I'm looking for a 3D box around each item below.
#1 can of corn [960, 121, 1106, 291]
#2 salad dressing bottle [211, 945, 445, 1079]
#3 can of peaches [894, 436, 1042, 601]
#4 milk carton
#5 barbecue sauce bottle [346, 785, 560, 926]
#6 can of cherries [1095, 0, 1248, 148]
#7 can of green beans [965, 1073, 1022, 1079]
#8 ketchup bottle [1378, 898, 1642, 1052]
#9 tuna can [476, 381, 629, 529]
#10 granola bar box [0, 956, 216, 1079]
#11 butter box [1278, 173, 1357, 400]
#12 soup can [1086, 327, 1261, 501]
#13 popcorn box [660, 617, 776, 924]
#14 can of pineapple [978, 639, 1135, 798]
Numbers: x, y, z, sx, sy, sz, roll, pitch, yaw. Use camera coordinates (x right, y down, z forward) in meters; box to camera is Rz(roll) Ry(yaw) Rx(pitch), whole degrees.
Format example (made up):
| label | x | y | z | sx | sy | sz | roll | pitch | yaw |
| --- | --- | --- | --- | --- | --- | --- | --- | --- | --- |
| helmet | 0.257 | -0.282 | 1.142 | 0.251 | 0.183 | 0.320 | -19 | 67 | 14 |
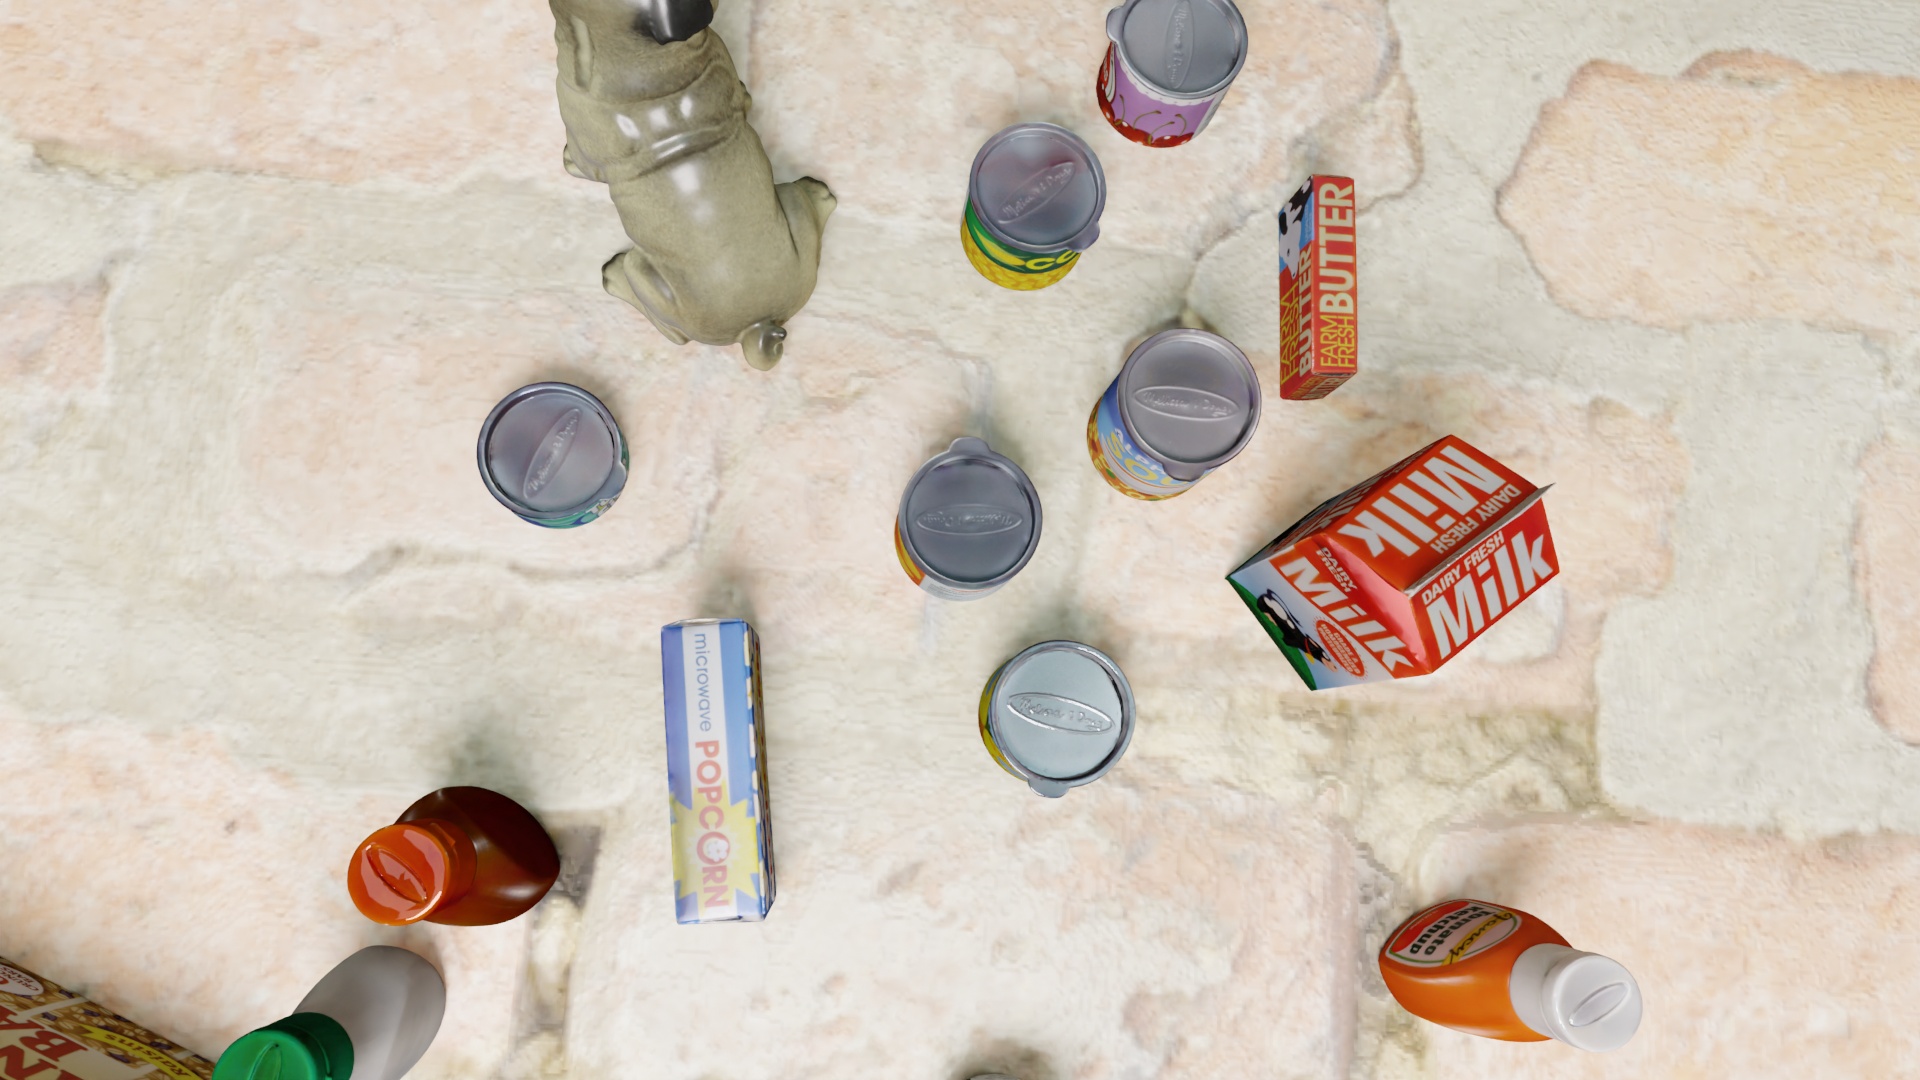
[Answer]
| label | x | y | z | sx | sy | sz | roll | pitch | yaw |
| --- | --- | --- | --- | --- | --- | --- | --- | --- | --- |
| can of corn | 0.036 | -0.162 | 0.688 | 0.071 | 0.058 | 0.071 | 1 | 80 | -5 |
| salad dressing bottle | -0.248 | 0.200 | 0.553 | 0.044 | 0.147 | 0.064 | 16 | 80 | -2 |
| can of peaches | 0.002 | -0.008 | 0.658 | 0.071 | 0.058 | 0.071 | 1 | 80 | -5 |
| milk carton | 0.187 | 0.013 | 0.604 | 0.072 | 0.190 | 0.073 | -36 | 86 | -10 |
| barbecue sauce bottle | -0.207 | 0.131 | 0.569 | 0.065 | 0.148 | 0.044 | 42 | 80 | 3 |
| can of cherries | 0.104 | -0.243 | 0.708 | 0.071 | 0.058 | 0.071 | 1 | 80 | -5 |
| can of green beans | 0.017 | 0.274 | 0.610 | 0.071 | 0.057 | 0.071 | 1 | 80 | -5 |
| ketchup bottle | 0.237 | 0.188 | 0.599 | 0.065 | 0.148 | 0.043 | -30 | 85 | -9 |
| tuna can | -0.190 | -0.038 | 0.659 | 0.071 | 0.032 | 0.071 | 1 | 80 | -5 |
| granola bar box | -0.365 | 0.220 | 0.551 | 0.165 | 0.124 | 0.039 | 27 | 80 | 0 |
| butter box | 0.179 | -0.125 | 0.697 | 0.024 | 0.053 | 0.103 | 3 | 80 | -5 |
| soup can | 0.099 | -0.055 | 0.662 | 0.071 | 0.083 | 0.071 | 1 | 81 | -5 |
| popcorn box | -0.106 | 0.101 | 0.615 | 0.038 | 0.085 | 0.127 | -4 | 81 | -6 |
| can of pineapple | 0.042 | 0.083 | 0.646 | 0.071 | 0.057 | 0.071 | 1 | 80 | -5 |
